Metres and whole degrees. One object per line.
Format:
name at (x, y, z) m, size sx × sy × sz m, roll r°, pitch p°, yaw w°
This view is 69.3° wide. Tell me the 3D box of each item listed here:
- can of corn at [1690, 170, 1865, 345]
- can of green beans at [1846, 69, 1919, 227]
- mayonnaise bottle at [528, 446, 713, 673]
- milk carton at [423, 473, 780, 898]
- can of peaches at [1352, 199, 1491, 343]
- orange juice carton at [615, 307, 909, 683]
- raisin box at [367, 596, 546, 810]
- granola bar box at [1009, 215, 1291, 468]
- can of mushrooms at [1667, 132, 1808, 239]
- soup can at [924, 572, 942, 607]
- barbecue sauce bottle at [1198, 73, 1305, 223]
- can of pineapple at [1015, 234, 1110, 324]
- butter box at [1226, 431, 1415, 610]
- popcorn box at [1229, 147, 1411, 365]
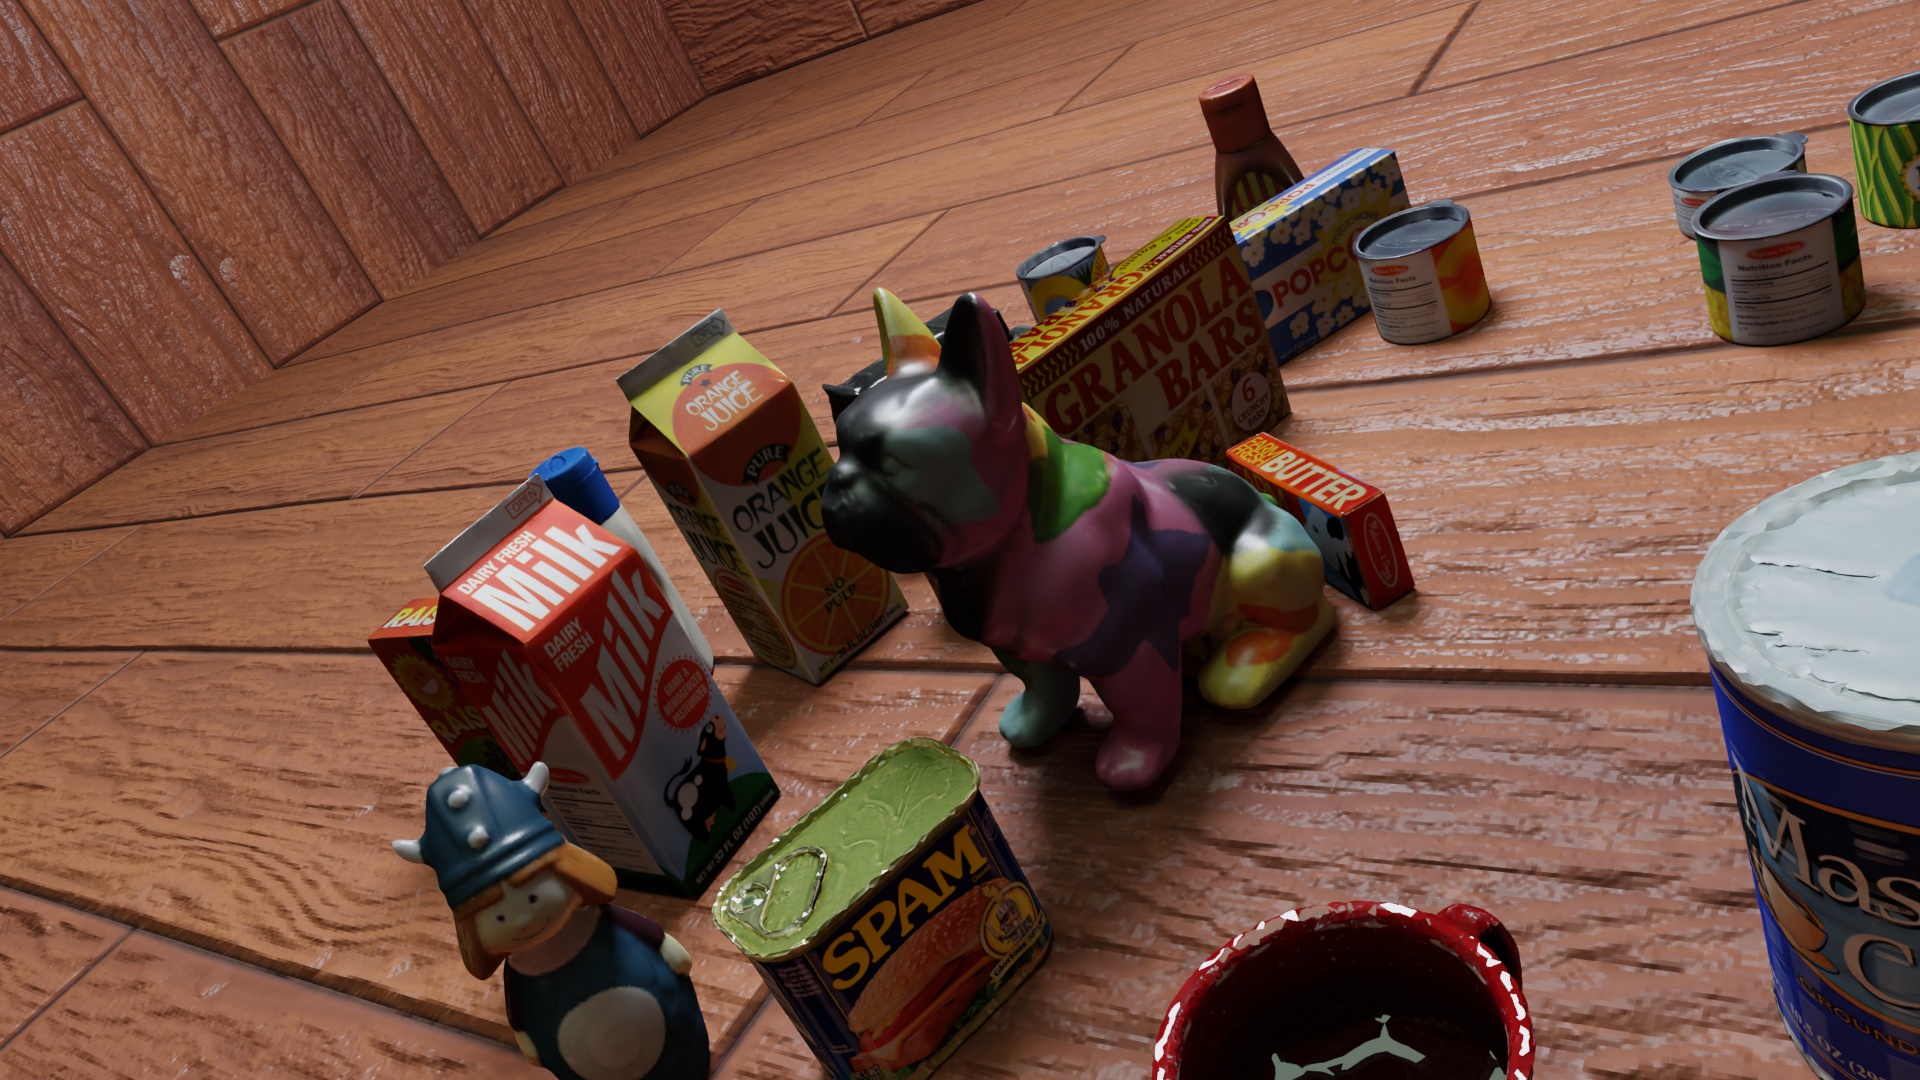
can of corn at (0.390, -0.135, 0.662) m, size 0.071 × 0.058 × 0.071 m, roll -20°, pitch 27°, yaw 11°
can of green beans at (0.484, -0.197, 0.693) m, size 0.071 × 0.057 × 0.071 m, roll -20°, pitch 27°, yaw 11°
mayonnaise bottle at (-0.193, 0.017, 0.794) m, size 0.041 × 0.147 × 0.065 m, roll -31°, pitch 26°, yaw -11°
milk carton at (-0.167, 0.067, 0.631) m, size 0.073 × 0.190 × 0.073 m, roll -4°, pitch 34°, yaw 38°
can of peaches at (0.270, -0.156, 0.807) m, size 0.071 × 0.058 × 0.071 m, roll -20°, pitch 27°, yaw 11°
orange juice carton at (-0.110, -0.023, 0.744) m, size 0.072 × 0.192 × 0.073 m, roll -39°, pitch 29°, yaw -26°
raisin box at (-0.245, 0.086, 0.740) m, size 0.086 × 0.123 × 0.040 m, roll -6°, pitch 32°, yaw 35°
granola bar box at (0.098, -0.080, 0.743) m, size 0.166 × 0.123 × 0.039 m, roll -39°, pitch 29°, yaw -25°
can of mushrooms at (0.431, -0.195, 0.764) m, size 0.071 × 0.033 × 0.071 m, roll -20°, pitch 27°, yaw 11°
soup can at (0.003, -0.009, 0.743) m, size 0.071 × 0.083 × 0.072 m, roll -20°, pitch 26°, yaw 11°
barbecue sauce bottle at (0.194, -0.224, 0.897) m, size 0.065 × 0.148 × 0.044 m, roll -15°, pitch 28°, yaw 20°
can of pineapple at (0.083, -0.184, 1.023) m, size 0.071 × 0.057 × 0.071 m, roll -20°, pitch 27°, yaw 11°
butter box at (0.163, -0.011, 0.641) m, size 0.024 × 0.053 × 0.104 m, roll -30°, pitch 26°, yaw -8°
popcorn box at (0.220, -0.176, 0.855) m, size 0.127 × 0.085 × 0.038 m, roll -32°, pitch 27°, yaw -12°
